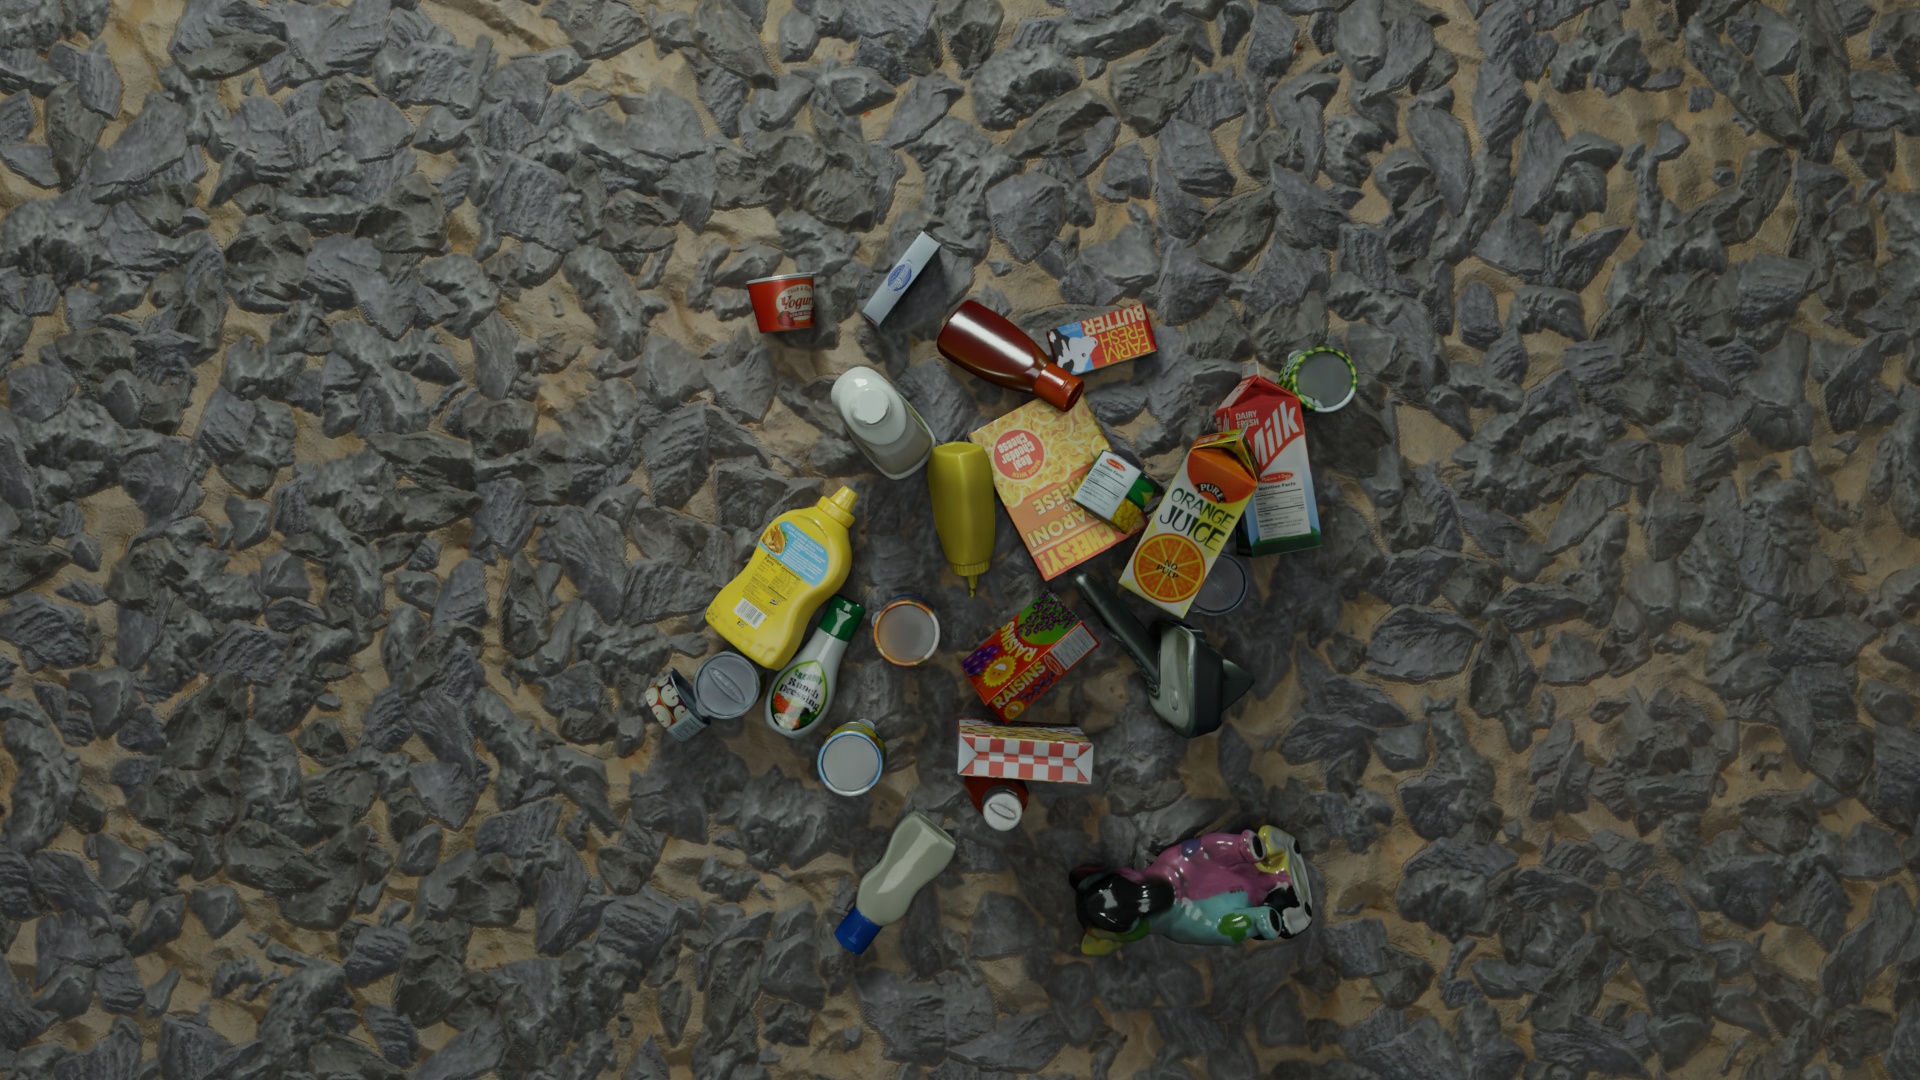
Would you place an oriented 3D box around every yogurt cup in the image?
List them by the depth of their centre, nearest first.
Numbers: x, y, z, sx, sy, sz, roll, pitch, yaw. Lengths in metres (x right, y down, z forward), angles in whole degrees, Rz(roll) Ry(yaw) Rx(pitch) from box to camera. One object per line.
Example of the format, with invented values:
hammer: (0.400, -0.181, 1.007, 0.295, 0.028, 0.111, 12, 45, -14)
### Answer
yogurt cup: (-0.176, -0.236, 1.384, 0.072, 0.072, 0.054, -7, 99, -1)

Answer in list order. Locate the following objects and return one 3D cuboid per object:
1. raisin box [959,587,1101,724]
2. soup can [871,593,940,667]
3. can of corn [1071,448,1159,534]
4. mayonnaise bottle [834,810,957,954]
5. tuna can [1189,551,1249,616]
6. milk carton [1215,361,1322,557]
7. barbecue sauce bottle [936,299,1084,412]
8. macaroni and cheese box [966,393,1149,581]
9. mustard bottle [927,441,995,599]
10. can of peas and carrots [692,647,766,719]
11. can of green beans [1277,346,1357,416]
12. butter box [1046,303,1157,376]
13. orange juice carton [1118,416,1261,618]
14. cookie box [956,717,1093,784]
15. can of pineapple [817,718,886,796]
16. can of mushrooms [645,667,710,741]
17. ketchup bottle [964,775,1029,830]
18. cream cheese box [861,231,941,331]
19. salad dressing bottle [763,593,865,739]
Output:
raisin box: (0.067, 0.113, 1.377, 0.123, 0.086, 0.040, -41, 120, 0)
soup can: (-0.055, 0.088, 1.379, 0.071, 0.084, 0.071, 0, 91, 0)
can of corn: (0.151, -0.046, 1.351, 0.071, 0.071, 0.058, 34, 89, -1)
mayonnaise bottle: (-0.070, 0.349, 1.403, 0.065, 0.041, 0.148, 38, 91, 0)
tuna can: (0.255, 0.045, 1.409, 0.071, 0.033, 0.071, 0, 91, -1)
milk carton: (0.304, -0.083, 1.390, 0.073, 0.072, 0.190, -10, 92, -1)
barbecue sauce bottle: (0.052, -0.178, 1.376, 0.149, 0.043, 0.065, 33, 81, 17)
macaroni and cheese box: (0.099, -0.061, 1.402, 0.124, 0.040, 0.166, -28, 91, -1)
mustard bottle: (0.005, -0.017, 1.388, 0.049, 0.065, 0.159, -21, 114, -35)
can of peas and carrots: (-0.231, 0.144, 1.389, 0.071, 0.059, 0.071, 0, 91, 0)
can of green beans: (0.359, -0.159, 1.396, 0.071, 0.058, 0.071, 0, 91, -1)
butter box: (0.143, -0.201, 1.409, 0.103, 0.024, 0.053, -17, 92, 0)
orange juice carton: (0.230, -0.030, 1.331, 0.073, 0.072, 0.192, 29, 108, 7)
cookie box: (0.058, 0.202, 1.341, 0.123, 0.167, 0.040, 4, 89, -1)
can of pineapple: (-0.108, 0.217, 1.392, 0.071, 0.058, 0.071, 0, 91, -1)
can of mushrooms: (-0.283, 0.164, 1.385, 0.033, 0.071, 0.071, -35, 91, 1)
ketchup bottle: (0.037, 0.248, 1.350, 0.065, 0.149, 0.043, 27, 89, -1)
cream cheese box: (-0.059, -0.259, 1.390, 0.024, 0.053, 0.104, 37, 90, -3)
salad dressing bottle: (-0.145, 0.126, 1.397, 0.064, 0.044, 0.147, 28, 90, 1)
